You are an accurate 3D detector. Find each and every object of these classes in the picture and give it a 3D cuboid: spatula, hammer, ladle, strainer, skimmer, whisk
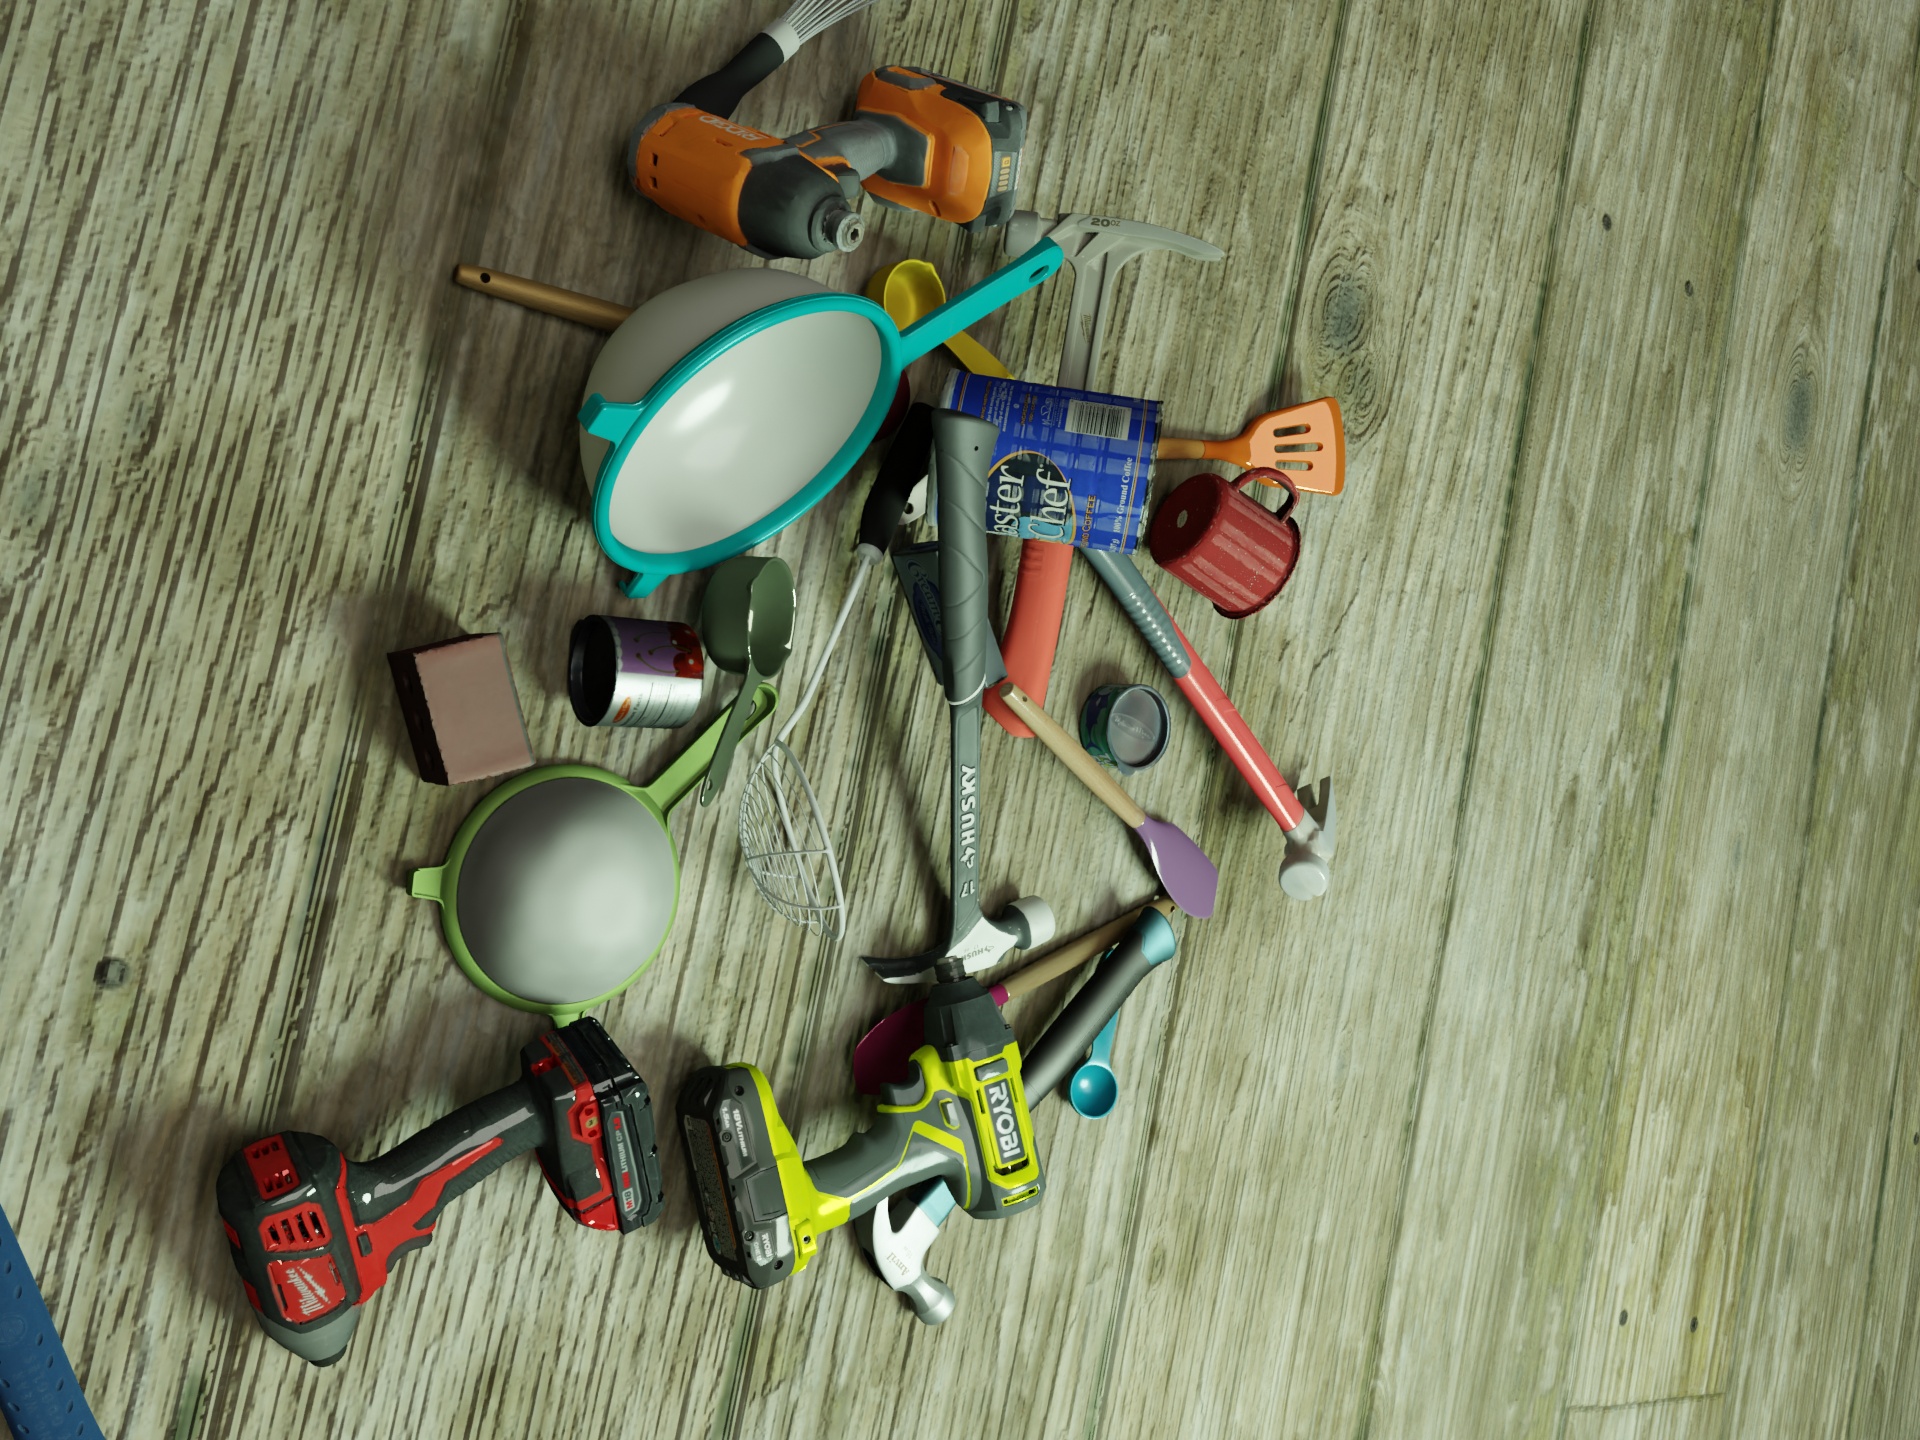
[{"bbox_3d":[0.172,-0.211,1.222,0.322,0.041,0.081,-6,94,-35],"label":"spatula"},{"bbox_3d":[-0.002,-0.003,1.035,0.149,0.036,0.408,-19,122,-31],"label":"hammer"},{"bbox_3d":[0.048,0.267,1.148,0.331,0.033,0.128,-47,117,-21],"label":"hammer"},{"bbox_3d":[0.179,-0.043,1.223,0.386,0.038,0.143,53,30,-19],"label":"hammer"},{"bbox_3d":[-0.157,-0.234,0.986,0.315,0.031,0.069,9,90,-35],"label":"ladle"},{"bbox_3d":[0.078,-0.165,1.107,0.149,0.037,0.359,9,98,1],"label":"hammer"},{"bbox_3d":[-0.187,0.067,0.951,0.256,0.069,0.151,-47,118,-23],"label":"strainer"},{"bbox_3d":[0.118,0.063,1.179,0.315,0.018,0.060,44,50,-40],"label":"spatula"},{"bbox_3d":[-0.054,-0.043,1.024,0.090,0.127,0.363,23,73,-6],"label":"skimmer"},{"bbox_3d":[-0.491,0.210,0.754,0.144,0.035,0.405,-23,106,-34],"label":"hammer"},{"bbox_3d":[-0.094,-0.448,1.007,0.285,0.070,0.070,-49,119,-18],"label":"whisk"},{"bbox_3d":[-0.094,-0.224,0.943,0.340,0.210,0.095,-35,72,-18],"label":"strainer"}]

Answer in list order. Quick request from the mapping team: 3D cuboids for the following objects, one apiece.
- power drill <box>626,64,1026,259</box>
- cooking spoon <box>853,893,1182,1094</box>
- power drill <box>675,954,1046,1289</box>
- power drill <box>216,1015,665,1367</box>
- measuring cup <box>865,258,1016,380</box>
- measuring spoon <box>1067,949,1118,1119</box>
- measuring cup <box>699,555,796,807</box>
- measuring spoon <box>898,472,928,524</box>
[{"bbox_3d":[-0.062,-0.330,0.957,0.226,0.164,0.084,-28,139,-40],"label":"power drill"},{"bbox_3d":[0.049,0.189,1.165,0.319,0.017,0.068,-21,121,-34],"label":"cooking spoon"},{"bbox_3d":[-0.061,0.258,1.028,0.223,0.080,0.171,-12,87,-30],"label":"power drill"},{"bbox_3d":[-0.282,0.264,0.880,0.219,0.079,0.143,-18,123,-29],"label":"power drill"},{"bbox_3d":[-0.010,-0.260,1.100,0.156,0.029,0.062,33,73,-46],"label":"measuring cup"},{"bbox_3d":[0.104,0.239,1.214,0.042,0.021,0.129,17,73,-23],"label":"measuring spoon"},{"bbox_3d":[-0.144,-0.025,0.970,0.083,0.038,0.168,67,35,-60],"label":"measuring cup"},{"bbox_3d":[-0.007,-0.178,1.110,0.124,0.018,0.034,-45,120,-19],"label":"measuring spoon"}]
